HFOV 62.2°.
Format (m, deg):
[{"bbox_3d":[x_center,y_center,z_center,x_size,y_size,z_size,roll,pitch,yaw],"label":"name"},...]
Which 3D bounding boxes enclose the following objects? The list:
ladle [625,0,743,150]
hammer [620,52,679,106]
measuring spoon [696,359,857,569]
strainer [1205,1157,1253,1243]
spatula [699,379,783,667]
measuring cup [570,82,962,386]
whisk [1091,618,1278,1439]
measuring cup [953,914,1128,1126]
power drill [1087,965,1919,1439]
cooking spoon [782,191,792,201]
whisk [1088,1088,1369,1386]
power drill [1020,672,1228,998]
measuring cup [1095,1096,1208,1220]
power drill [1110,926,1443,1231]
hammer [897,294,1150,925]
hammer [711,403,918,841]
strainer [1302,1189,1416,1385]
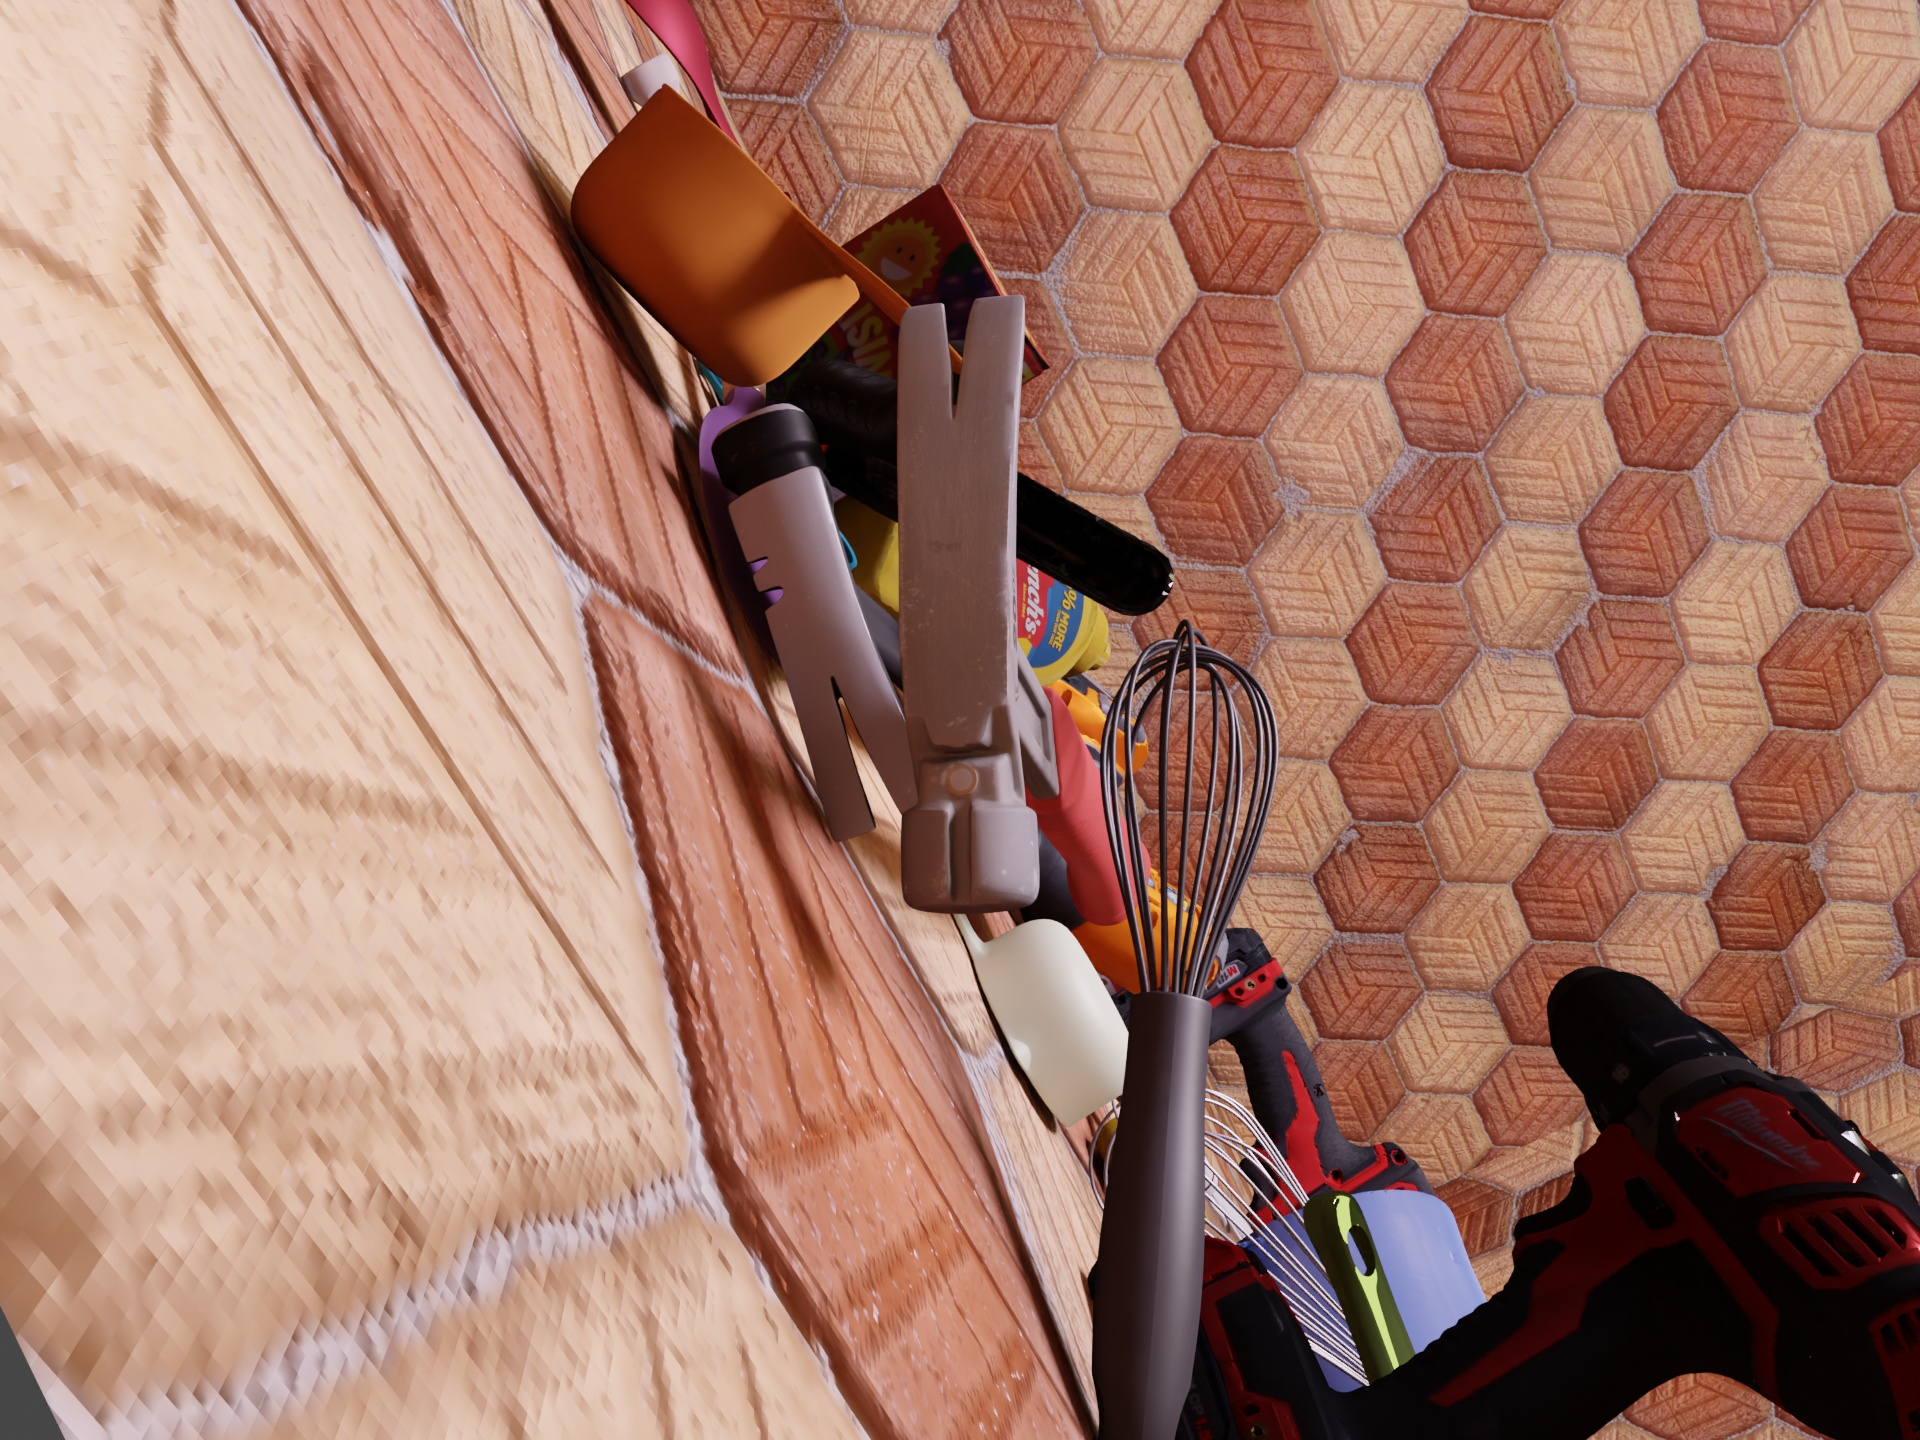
[{"bbox_3d":[-0.085,-0.226,0.771,0.315,0.031,0.069,61,7,-21],"label":"ladle"},{"bbox_3d":[-0.137,-0.265,0.790,0.130,0.031,0.331,62,5,-22],"label":"hammer"},{"bbox_3d":[-0.080,-0.098,0.616,0.042,0.021,0.129,30,22,-56],"label":"measuring spoon"},{"bbox_3d":[0.121,0.240,0.815,0.258,0.050,0.087,61,-2,-39],"label":"strainer"},{"bbox_3d":[-0.081,-0.131,0.587,0.316,0.018,0.059,-101,167,-50],"label":"spatula"},{"bbox_3d":[-0.059,-0.124,0.475,0.174,0.052,0.095,47,2,41],"label":"measuring cup"},{"bbox_3d":[0.057,0.081,0.445,0.055,0.055,0.239,57,37,-61],"label":"whisk"},{"bbox_3d":[0.018,0.072,0.610,0.167,0.038,0.083,63,4,3],"label":"measuring cup"},{"bbox_3d":[0.159,0.165,0.486,0.080,0.226,0.188,63,5,-20],"label":"power drill"},{"bbox_3d":[-0.095,-0.207,0.879,0.017,0.068,0.319,20,35,-28],"label":"cooking spoon"},{"bbox_3d":[0.160,0.245,0.613,0.284,0.070,0.070,44,4,-1],"label":"whisk"},{"bbox_3d":[0.059,0.048,0.916,0.164,0.084,0.227,36,23,-31],"label":"power drill"},{"bbox_3d":[0.065,0.180,0.721,0.062,0.029,0.157,64,-8,-22],"label":"measuring cup"},{"bbox_3d":[0.178,0.247,0.967,0.220,0.143,0.078,58,-1,9],"label":"power drill"},{"bbox_3d":[0.032,0.009,0.529,0.358,0.037,0.149,52,36,-72],"label":"hammer"},{"bbox_3d":[-0.001,-0.002,0.599,0.336,0.034,0.127,36,34,-72],"label":"hammer"},{"bbox_3d":[0.156,0.297,0.555,0.151,0.069,0.256,-6,71,-41],"label":"strainer"}]
